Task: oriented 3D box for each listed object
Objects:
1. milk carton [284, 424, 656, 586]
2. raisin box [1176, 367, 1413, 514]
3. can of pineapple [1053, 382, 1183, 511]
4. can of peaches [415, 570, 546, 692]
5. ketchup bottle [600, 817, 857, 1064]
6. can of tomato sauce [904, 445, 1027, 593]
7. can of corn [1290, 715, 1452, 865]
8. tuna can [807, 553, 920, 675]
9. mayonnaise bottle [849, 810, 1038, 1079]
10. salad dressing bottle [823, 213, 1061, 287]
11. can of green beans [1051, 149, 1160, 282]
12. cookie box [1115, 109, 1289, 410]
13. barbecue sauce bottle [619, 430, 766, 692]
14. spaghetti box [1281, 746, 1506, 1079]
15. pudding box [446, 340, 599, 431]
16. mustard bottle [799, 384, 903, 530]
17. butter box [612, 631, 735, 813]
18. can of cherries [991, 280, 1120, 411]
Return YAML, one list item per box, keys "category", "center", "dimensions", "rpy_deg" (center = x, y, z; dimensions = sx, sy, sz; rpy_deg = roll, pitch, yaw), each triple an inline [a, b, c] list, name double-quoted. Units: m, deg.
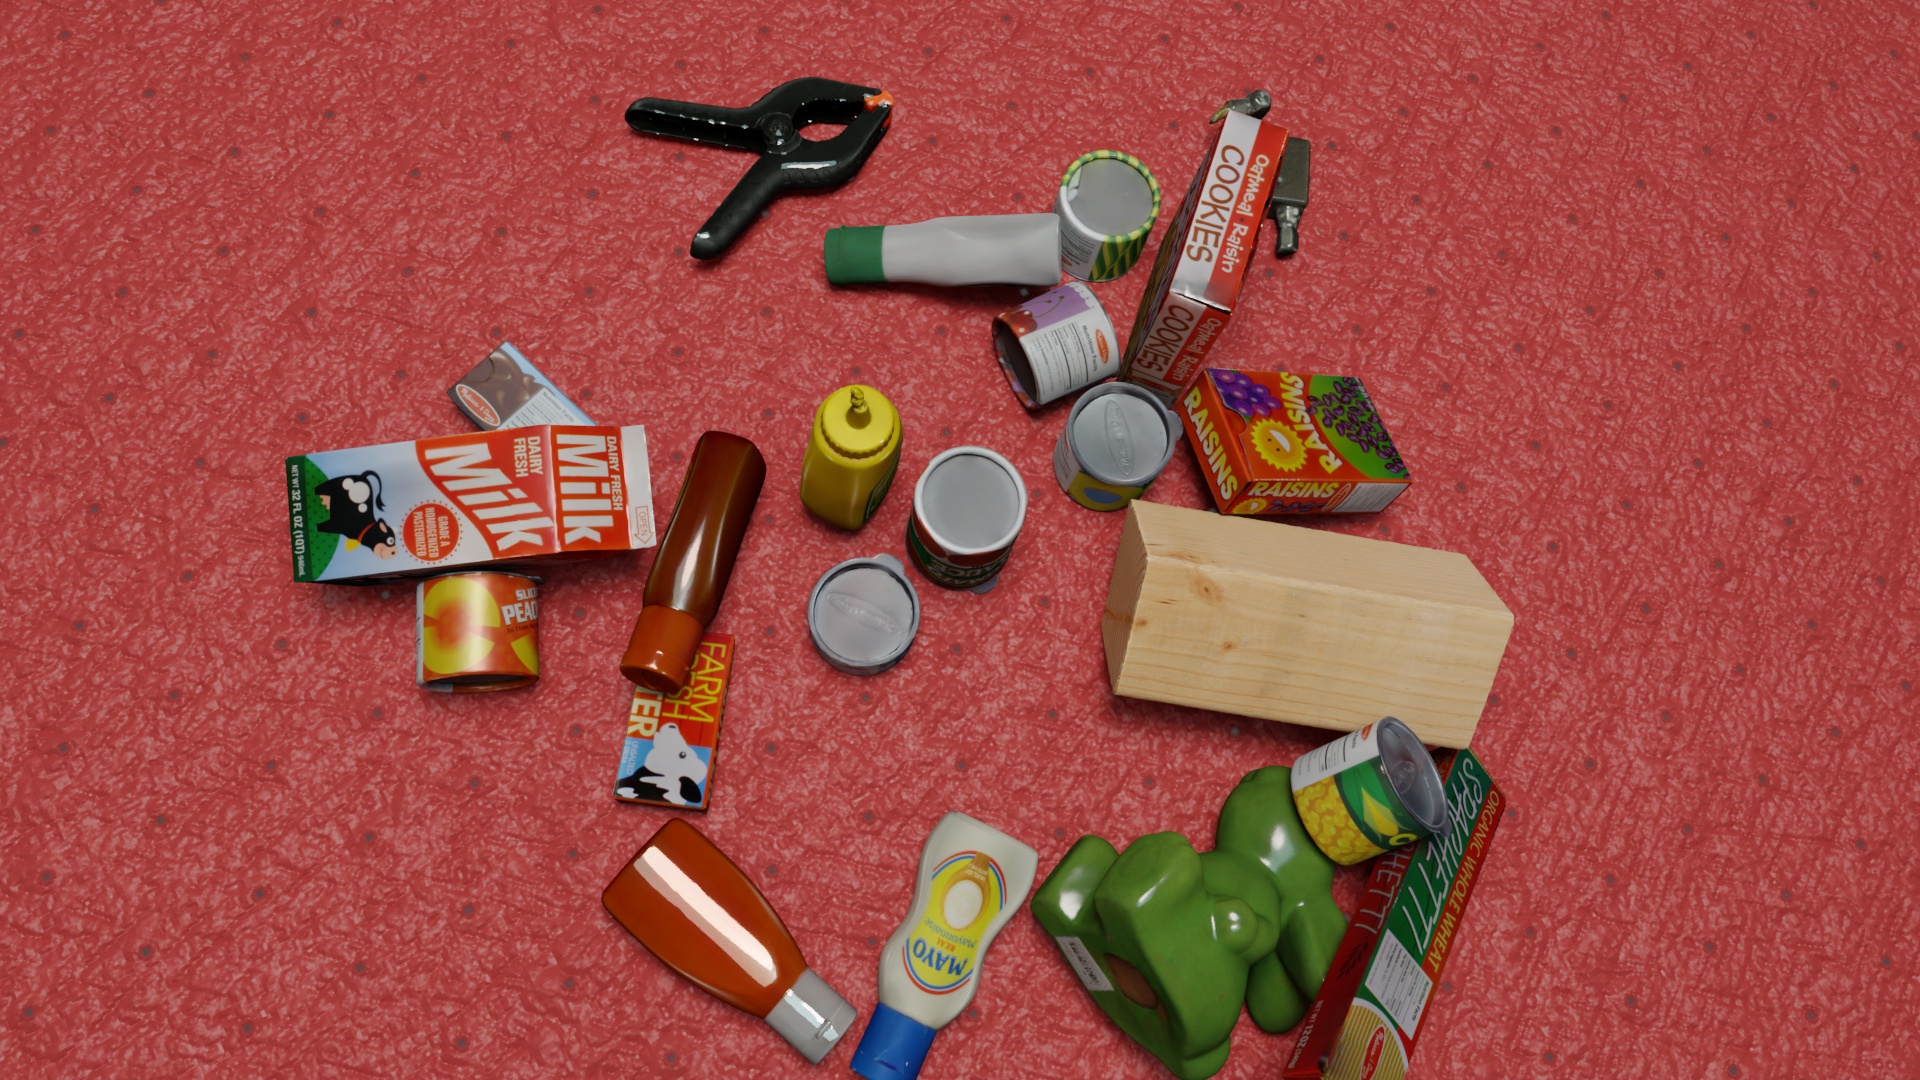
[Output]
- category: "milk carton"
  center: [-0.267, -0.020, 0.778]
  dimensions: [0.191, 0.073, 0.072]
  rpy_deg: [-7, 86, 4]
- category: "raisin box"
  center: [0.204, -0.060, 0.850]
  dimensions: [0.123, 0.039, 0.086]
  rpy_deg: [0, 57, -26]
- category: "can of pineapple"
  center: [0.095, -0.056, 0.858]
  dimensions: [0.071, 0.057, 0.071]
  rpy_deg: [2, 74, -5]
- category: "can of peaches"
  center: [-0.270, 0.052, 0.783]
  dimensions: [0.071, 0.071, 0.058]
  rpy_deg: [-4, 75, -7]
- category: "ketchup bottle"
  center: [-0.123, 0.223, 0.761]
  dimensions: [0.149, 0.043, 0.065]
  rpy_deg: [41, 75, 6]
- category: "can of tomato sauce"
  center: [0.003, -0.010, 0.821]
  dimensions: [0.071, 0.083, 0.071]
  rpy_deg: [2, 74, -5]
- category: "can of corn"
  center: [0.226, 0.141, 0.764]
  dimensions: [0.071, 0.058, 0.071]
  rpy_deg: [32, 40, -32]
- category: "tuna can"
  center: [-0.057, 0.043, 0.826]
  dimensions: [0.071, 0.032, 0.071]
  rpy_deg: [2, 74, -6]
- category: "mayonnaise bottle"
  center: [-0.013, 0.229, 0.771]
  dimensions: [0.065, 0.041, 0.148]
  rpy_deg: [26, 72, 0]
- category: "salad dressing bottle"
  center: [-0.011, -0.182, 0.879]
  dimensions: [0.148, 0.064, 0.043]
  rpy_deg: [0, 116, 7]
- category: "can of green beans"
  center: [0.092, -0.211, 0.903]
  dimensions: [0.071, 0.057, 0.071]
  rpy_deg: [2, 74, -6]
- category: "cookie box"
  center: [0.141, -0.159, 0.835]
  dimensions: [0.040, 0.167, 0.123]
  rpy_deg: [19, 73, 0]
- category: "barbecue sauce bottle"
  center: [-0.153, 0.013, 0.796]
  dimensions: [0.044, 0.064, 0.149]
  rpy_deg: [14, 62, 1]
- category: "spaghetti box"
  center: [0.242, 0.207, 0.752]
  dimensions: [0.050, 0.028, 0.251]
  rpy_deg: [51, 48, -9]
- category: "pudding box"
  center: [-0.261, -0.075, 0.841]
  dimensions: [0.084, 0.030, 0.050]
  rpy_deg: [42, 76, 7]
- category: "mustard bottle"
  center: [-0.060, -0.052, 0.787]
  dimensions: [0.049, 0.160, 0.065]
  rpy_deg: [27, 75, 1]
- category: "butter box"
  center: [-0.164, 0.102, 0.802]
  dimensions: [0.053, 0.024, 0.104]
  rpy_deg: [8, 73, -3]
- category: "can of cherries"
  center: [0.058, -0.122, 0.872]
  dimensions: [0.058, 0.071, 0.071]
  rpy_deg: [-25, 78, -11]
